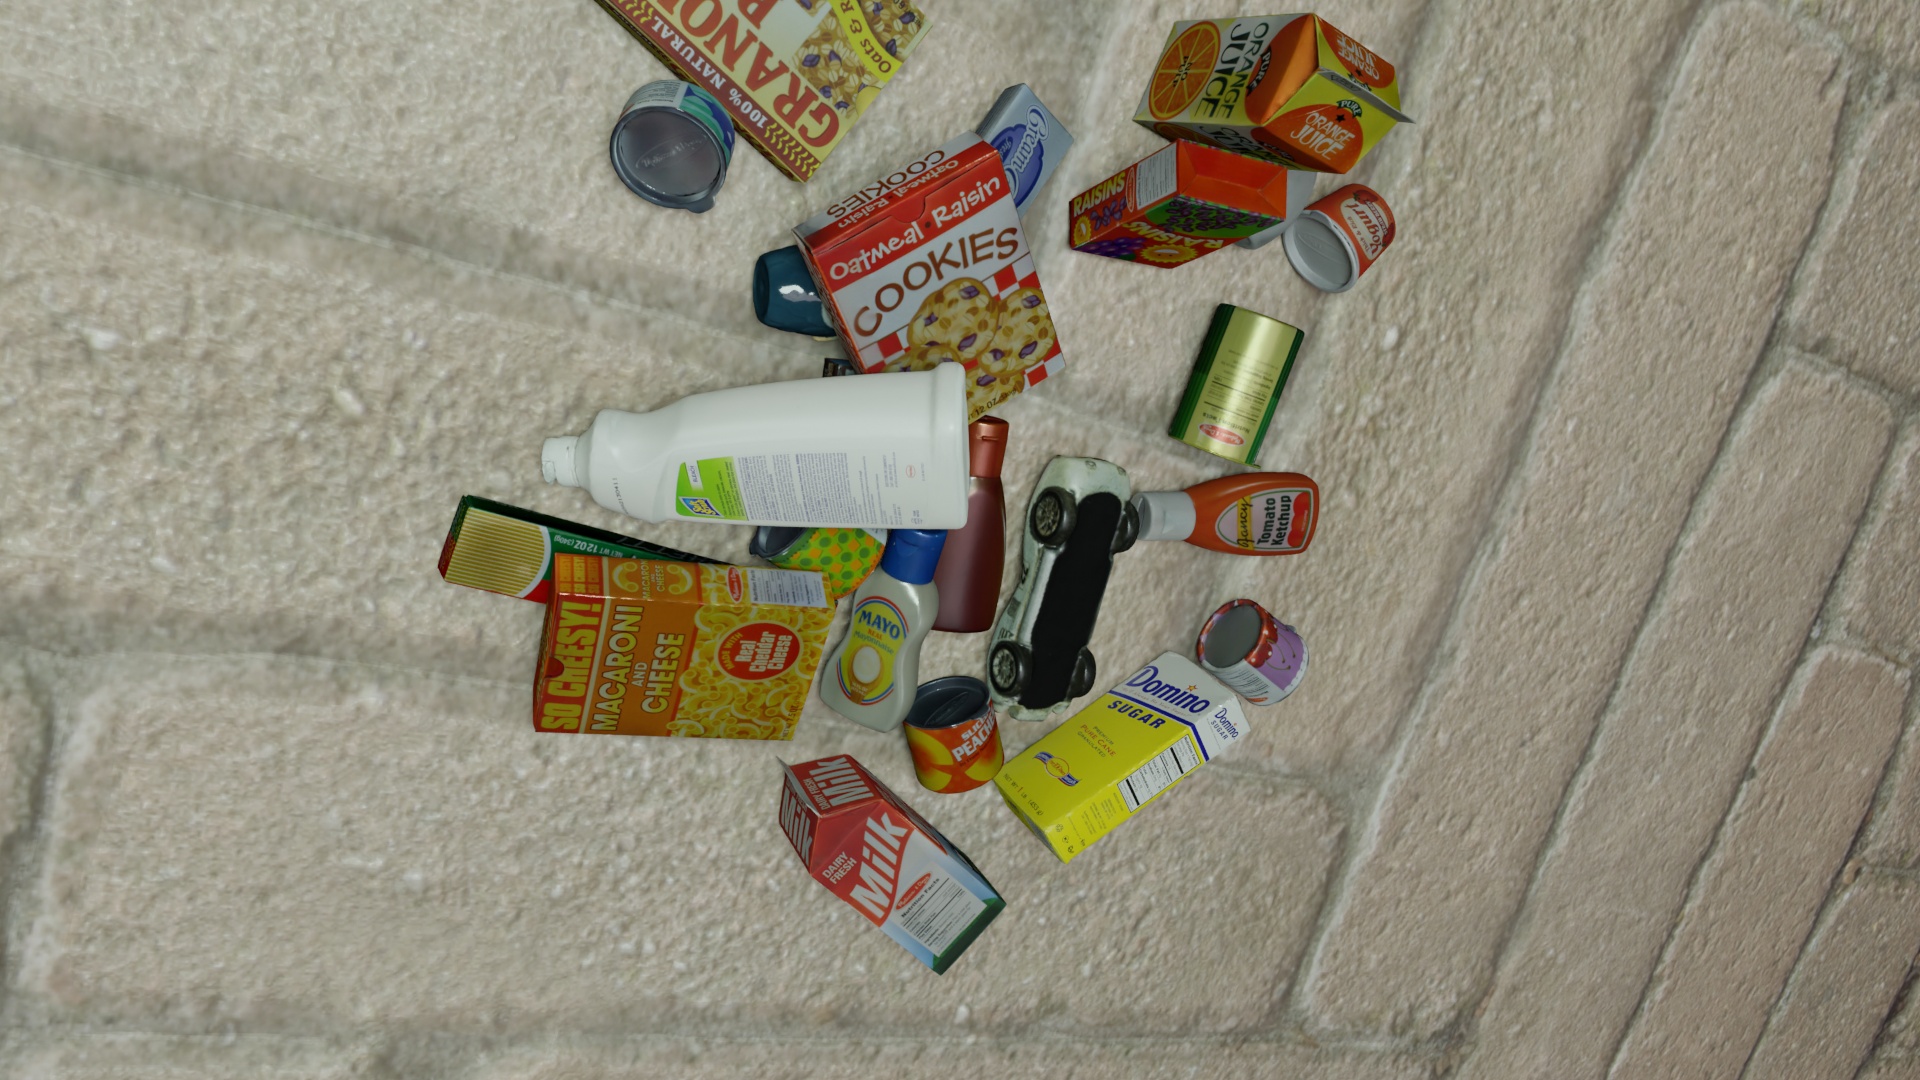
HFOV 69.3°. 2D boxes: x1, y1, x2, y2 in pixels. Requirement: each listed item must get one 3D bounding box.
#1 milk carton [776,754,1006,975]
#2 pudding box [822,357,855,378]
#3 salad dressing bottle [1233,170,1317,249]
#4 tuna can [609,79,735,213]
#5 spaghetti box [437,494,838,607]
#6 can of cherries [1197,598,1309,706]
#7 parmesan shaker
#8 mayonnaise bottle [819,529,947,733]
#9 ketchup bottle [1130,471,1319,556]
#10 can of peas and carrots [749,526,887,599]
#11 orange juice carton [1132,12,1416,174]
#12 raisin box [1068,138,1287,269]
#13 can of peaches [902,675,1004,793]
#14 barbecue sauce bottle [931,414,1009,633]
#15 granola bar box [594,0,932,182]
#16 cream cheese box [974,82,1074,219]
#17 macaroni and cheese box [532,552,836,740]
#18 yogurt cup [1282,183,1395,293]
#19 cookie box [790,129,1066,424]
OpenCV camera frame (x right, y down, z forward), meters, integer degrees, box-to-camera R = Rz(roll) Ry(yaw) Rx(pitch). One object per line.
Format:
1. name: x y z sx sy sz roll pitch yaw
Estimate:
1. milk carton: -0.060 0.221 0.991 0.073 0.072 0.190 -46 121 -4
2. pudding box: -0.049 -0.090 0.910 0.084 0.030 0.049 2 106 -26
3. salad dressing bottle: 0.231 -0.275 0.971 0.064 0.044 0.147 36 88 -13
4. tuna can: -0.161 -0.223 0.790 0.071 0.033 0.070 3 137 3
5. spaghetti box: -0.197 0.028 0.882 0.250 0.029 0.050 16 101 -29
6. can of cherries: 0.228 0.085 1.086 0.058 0.071 0.071 35 91 -30
7. parmesan shaker: 0.201 -0.111 1.000 0.071 0.071 0.103 15 100 -29
8. mayonnaise bottle: -0.047 0.053 0.932 0.041 0.065 0.147 -29 141 -63
9. ketchup bottle: 0.198 -0.019 1.046 0.149 0.043 0.064 -2 109 -25
10. can of peas and carrots: -0.092 -0.001 0.901 0.058 0.071 0.071 37 90 -31
11. orange juice carton: 0.196 -0.278 0.867 0.072 0.193 0.073 20 98 -29
12. raisin box: 0.138 -0.215 0.900 0.086 0.123 0.040 4 83 -27
13. can of peaches: -0.004 0.139 0.989 0.071 0.071 0.057 -21 117 -18
14. barbecue sauce bottle: 0.003 -0.012 0.955 0.065 0.044 0.148 5 105 -20
15. granola bar box: -0.115 -0.308 0.797 0.165 0.039 0.124 39 89 -30
16. cream cheese box: 0.025 -0.235 0.885 0.053 0.024 0.104 41 73 -30
17. macaroni and cheese box: -0.174 0.070 0.866 0.167 0.040 0.123 5 130 -21
18. yogurt cup: 0.275 -0.220 1.001 0.054 0.072 0.072 -38 120 -18
19. cookie box: -0.014 -0.143 0.837 0.123 0.040 0.166 -32 135 -9
